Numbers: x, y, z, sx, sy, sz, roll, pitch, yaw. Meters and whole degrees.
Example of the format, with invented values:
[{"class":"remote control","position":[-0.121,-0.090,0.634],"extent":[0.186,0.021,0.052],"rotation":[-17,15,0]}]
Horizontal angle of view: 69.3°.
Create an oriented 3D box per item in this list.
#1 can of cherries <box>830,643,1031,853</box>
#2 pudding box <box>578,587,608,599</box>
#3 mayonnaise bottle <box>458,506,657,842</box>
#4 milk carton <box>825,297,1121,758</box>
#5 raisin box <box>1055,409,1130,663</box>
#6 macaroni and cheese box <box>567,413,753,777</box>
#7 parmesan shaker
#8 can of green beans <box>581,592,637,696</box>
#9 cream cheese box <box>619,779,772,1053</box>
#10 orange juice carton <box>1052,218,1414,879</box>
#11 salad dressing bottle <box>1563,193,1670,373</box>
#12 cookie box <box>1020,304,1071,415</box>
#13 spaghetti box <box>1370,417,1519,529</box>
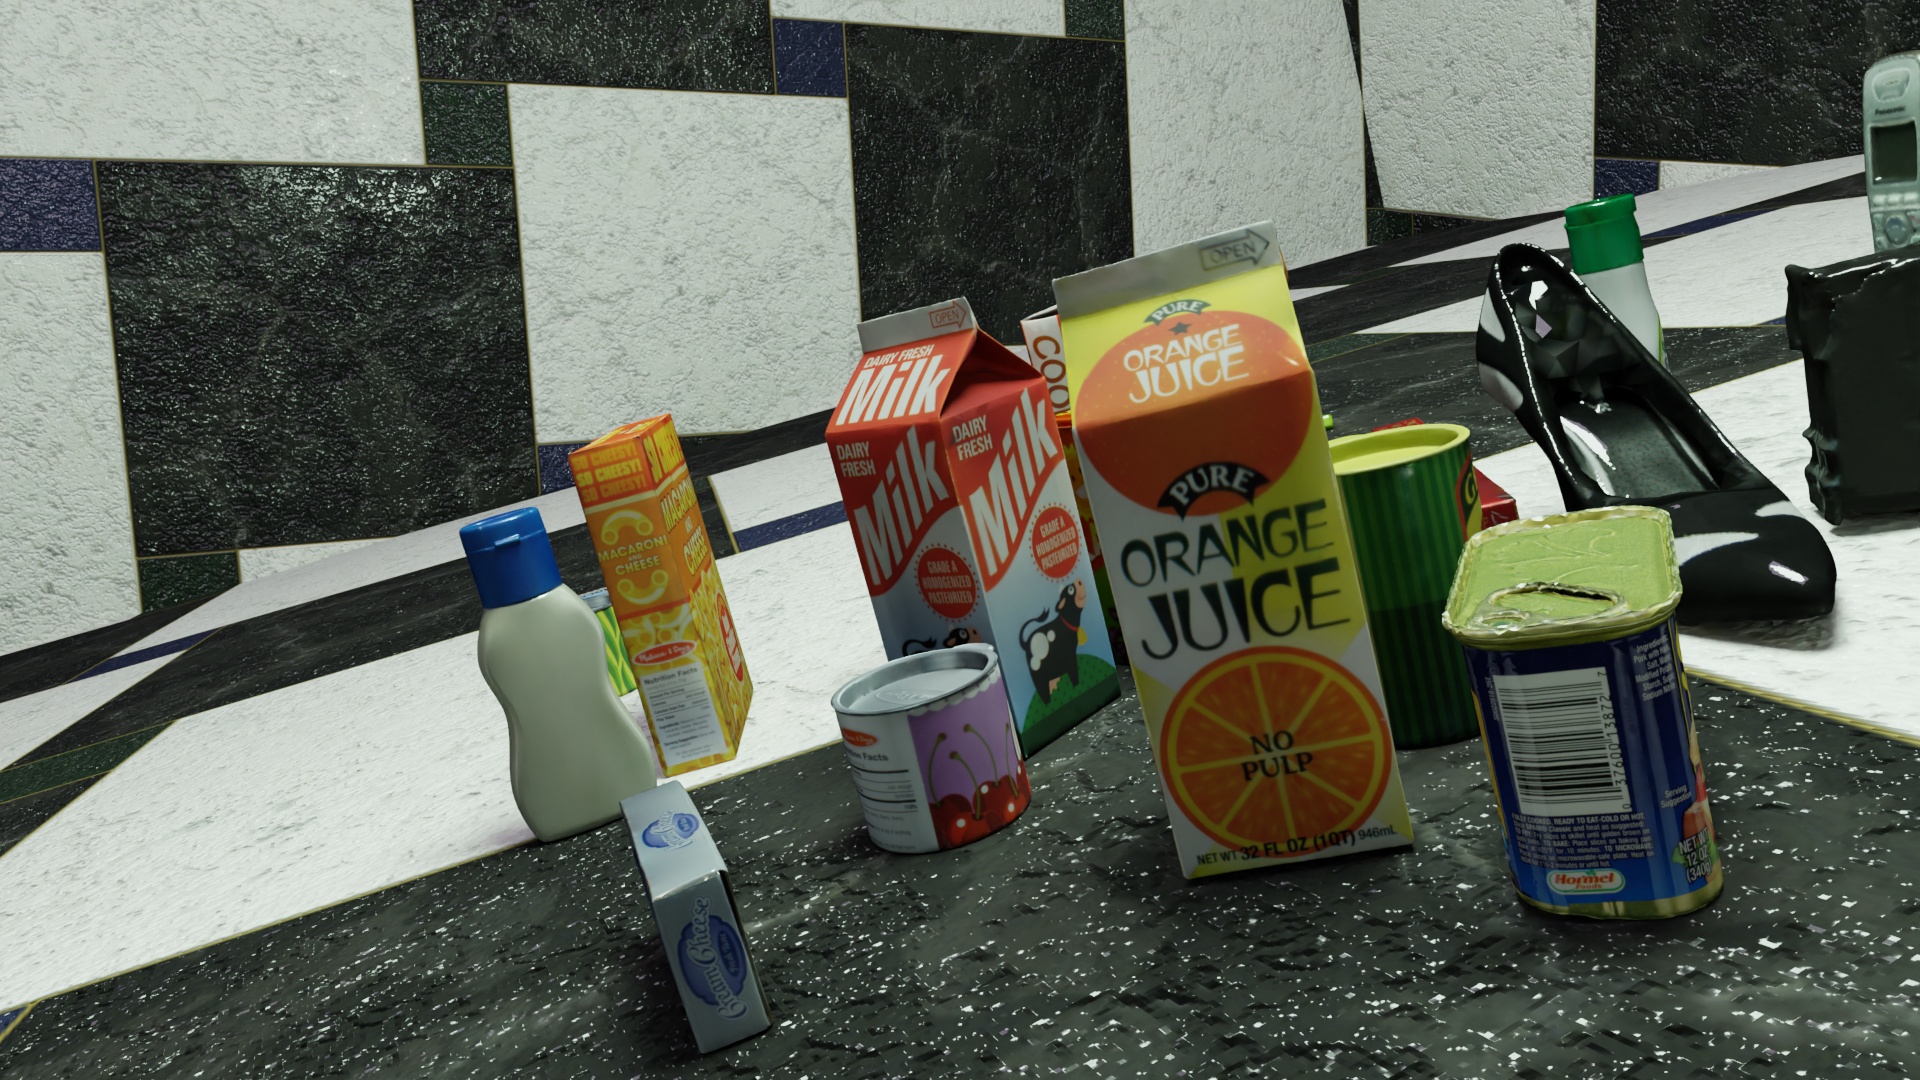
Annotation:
[{"class":"can of cherries","position":[-0.008,0.079,0.536],"extent":[0.071,0.058,0.071],"rotation":[-14,11,3]},{"class":"pudding box","position":[-0.262,0.062,0.984],"extent":[0.084,0.049,0.030],"rotation":[-18,11,-16]},{"class":"mayonnaise bottle","position":[-0.189,0.059,0.638],"extent":[0.065,0.147,0.041],"rotation":[-19,11,-19]},{"class":"milk carton","position":[0.002,-0.008,0.607],"extent":[0.072,0.190,0.074],"rotation":[-5,14,44]},{"class":"raisin box","position":[0.088,-0.004,0.651],"extent":[0.040,0.123,0.086],"rotation":[-22,13,-34]},{"class":"macaroni and cheese box","position":[-0.153,0.023,0.726],"extent":[0.040,0.166,0.124],"rotation":[-15,10,-2]},{"class":"parmesan shaker","position":[0.161,0.015,0.510],"extent":[0.071,0.103,0.071],"rotation":[-15,10,3]},{"class":"can of green beans","position":[-0.238,0.071,0.889],"extent":[0.071,0.057,0.071],"rotation":[-14,11,3]},{"class":"cream cheese box","position":[-0.088,0.119,0.454],"extent":[0.024,0.053,0.104],"rotation":[-18,11,-17]},{"class":"orange juice carton","position":[0.085,0.002,0.442],"extent":[0.072,0.192,0.073],"rotation":[-13,11,13]},{"class":"salad dressing bottle","position":[0.373,-0.119,0.785],"extent":[0.044,0.147,0.064],"rotation":[-10,11,25]},{"class":"cookie box","position":[0.091,-0.065,0.840],"extent":[0.040,0.167,0.123],"rotation":[-11,11,22]},{"class":"spaghetti box","position":[0.246,-0.020,0.712],"extent":[0.028,0.050,0.251],"rotation":[-13,11,11]}]
